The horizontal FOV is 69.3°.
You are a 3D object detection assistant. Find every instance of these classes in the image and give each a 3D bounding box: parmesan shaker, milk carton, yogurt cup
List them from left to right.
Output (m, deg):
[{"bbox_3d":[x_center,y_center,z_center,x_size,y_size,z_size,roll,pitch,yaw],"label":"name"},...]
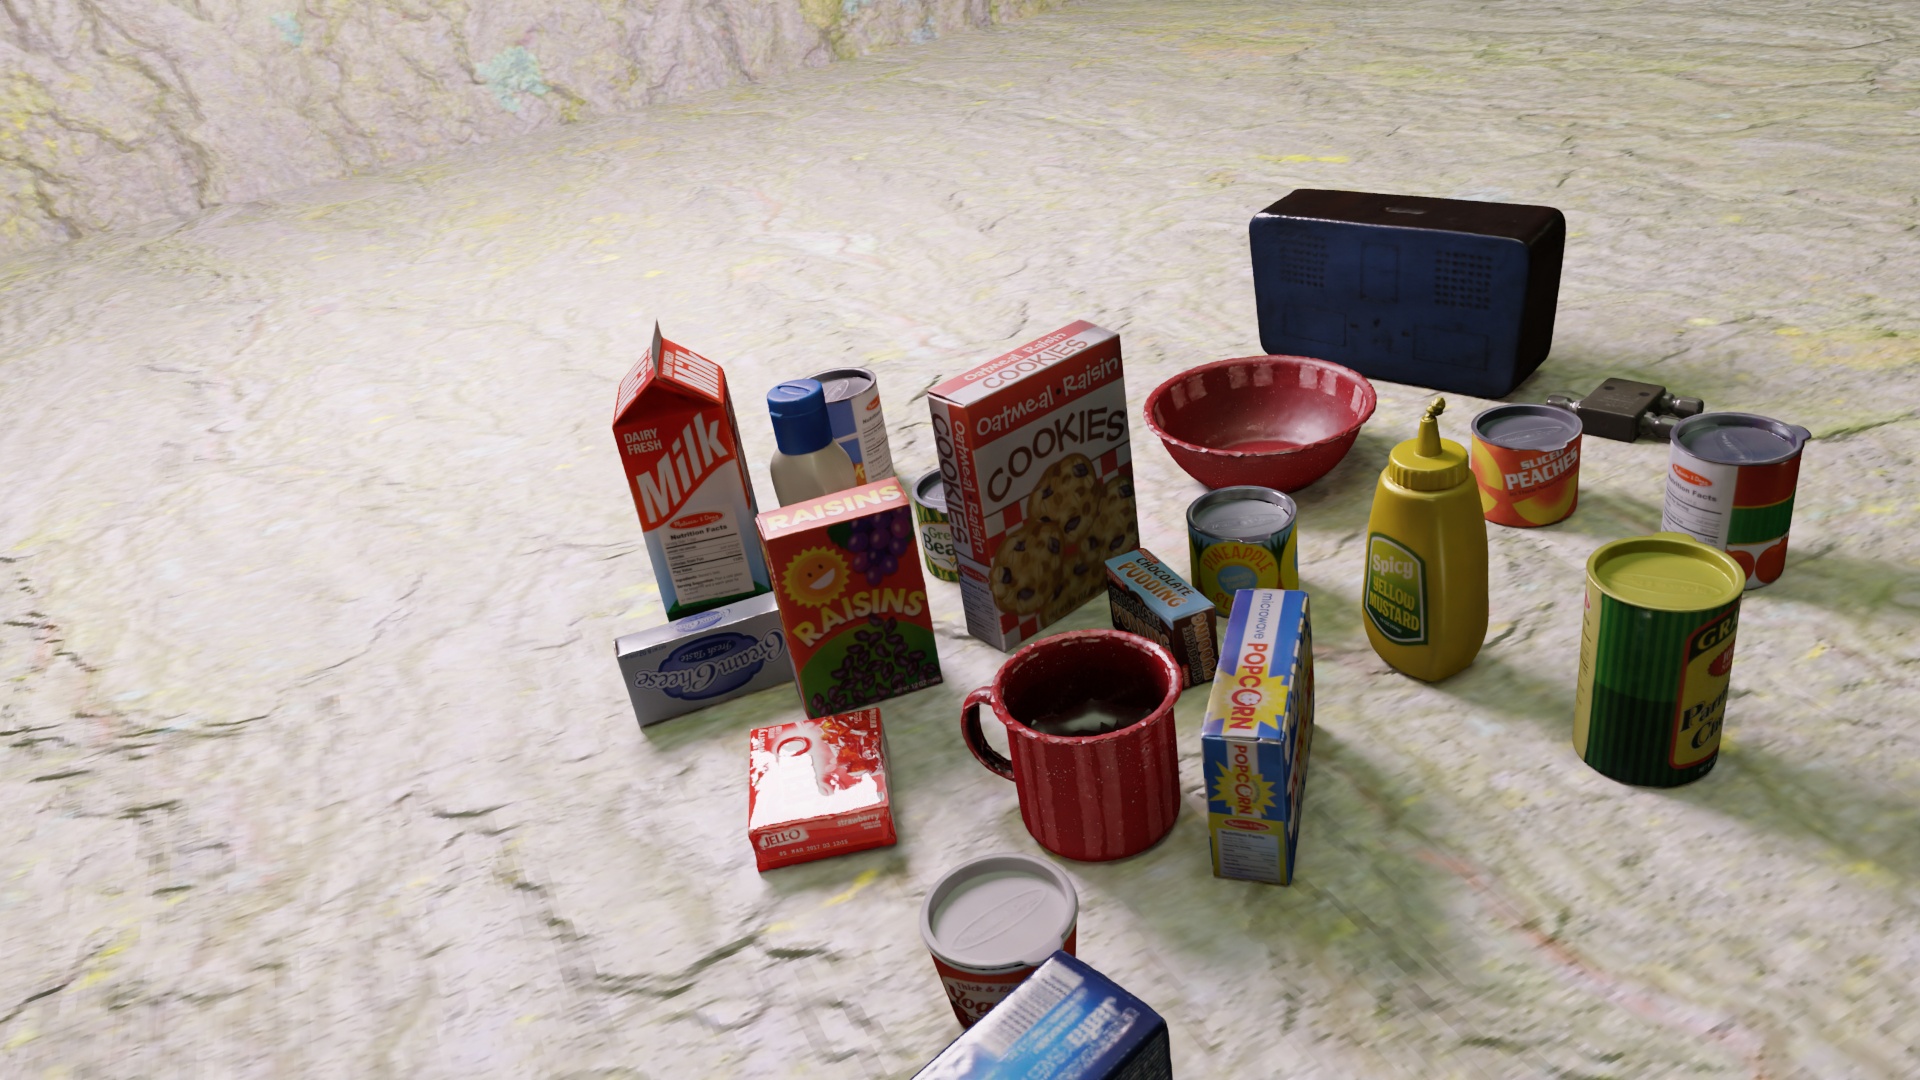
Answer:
[{"bbox_3d":[-0.178,-0.047,0.913,0.073,0.189,0.072,-12,29,-4],"label":"milk carton"},{"bbox_3d":[0.019,0.176,0.596,0.072,0.053,0.073,-7,29,4],"label":"yogurt cup"},{"bbox_3d":[0.333,0.057,0.666,0.071,0.102,0.071,-7,29,4],"label":"parmesan shaker"}]

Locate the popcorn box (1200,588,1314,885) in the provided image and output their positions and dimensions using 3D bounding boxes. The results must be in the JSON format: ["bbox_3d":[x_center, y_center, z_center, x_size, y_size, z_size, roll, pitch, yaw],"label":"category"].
[{"bbox_3d":[0.148,0.091,0.677,0.038,0.084,0.127,1,31,19],"label":"popcorn box"}]

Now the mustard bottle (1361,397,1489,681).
[{"bbox_3d":[0.247,-0.003,0.740,0.049,0.159,0.065,-23,31,-22],"label":"mustard bottle"}]

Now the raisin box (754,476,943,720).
[{"bbox_3d":[-0.063,0.034,0.804,0.086,0.122,0.040,-15,29,-10],"label":"raisin box"}]

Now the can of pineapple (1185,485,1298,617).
[{"bbox_3d":[0.172,0.008,0.848,0.071,0.057,0.071,-7,29,4],"label":"can of pineapple"}]

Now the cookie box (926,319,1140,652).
[{"bbox_3d":[0.049,-0.034,0.847,0.123,0.166,0.040,-28,34,-31],"label":"cookie box"}]

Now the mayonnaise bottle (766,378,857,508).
[{"bbox_3d":[-0.093,-0.031,0.903,0.065,0.147,0.041,16,37,38],"label":"mayonnaise bottle"}]

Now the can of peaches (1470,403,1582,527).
[{"bbox_3d":[0.362,-0.047,0.890,0.071,0.057,0.071,-7,29,4],"label":"can of peaches"}]

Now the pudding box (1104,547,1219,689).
[{"bbox_3d":[0.117,0.044,0.808,0.030,0.049,0.084,-18,30,-15],"label":"pudding box"}]

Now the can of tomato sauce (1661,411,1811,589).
[{"bbox_3d":[0.442,-0.023,0.796,0.071,0.082,0.071,-7,29,4],"label":"can of tomato sauce"}]

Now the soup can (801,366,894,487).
[{"bbox_3d":[-0.092,-0.081,1.059,0.071,0.083,0.072,-7,29,4],"label":"soup can"}]

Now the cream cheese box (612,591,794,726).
[{"bbox_3d":[-0.151,0.071,0.836,0.104,0.053,0.024,-17,29,-13],"label":"cream cheese box"}]

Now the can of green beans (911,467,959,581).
[{"bbox_3d":[0.004,-0.013,0.935,0.071,0.057,0.071,-7,29,4],"label":"can of green beans"}]
